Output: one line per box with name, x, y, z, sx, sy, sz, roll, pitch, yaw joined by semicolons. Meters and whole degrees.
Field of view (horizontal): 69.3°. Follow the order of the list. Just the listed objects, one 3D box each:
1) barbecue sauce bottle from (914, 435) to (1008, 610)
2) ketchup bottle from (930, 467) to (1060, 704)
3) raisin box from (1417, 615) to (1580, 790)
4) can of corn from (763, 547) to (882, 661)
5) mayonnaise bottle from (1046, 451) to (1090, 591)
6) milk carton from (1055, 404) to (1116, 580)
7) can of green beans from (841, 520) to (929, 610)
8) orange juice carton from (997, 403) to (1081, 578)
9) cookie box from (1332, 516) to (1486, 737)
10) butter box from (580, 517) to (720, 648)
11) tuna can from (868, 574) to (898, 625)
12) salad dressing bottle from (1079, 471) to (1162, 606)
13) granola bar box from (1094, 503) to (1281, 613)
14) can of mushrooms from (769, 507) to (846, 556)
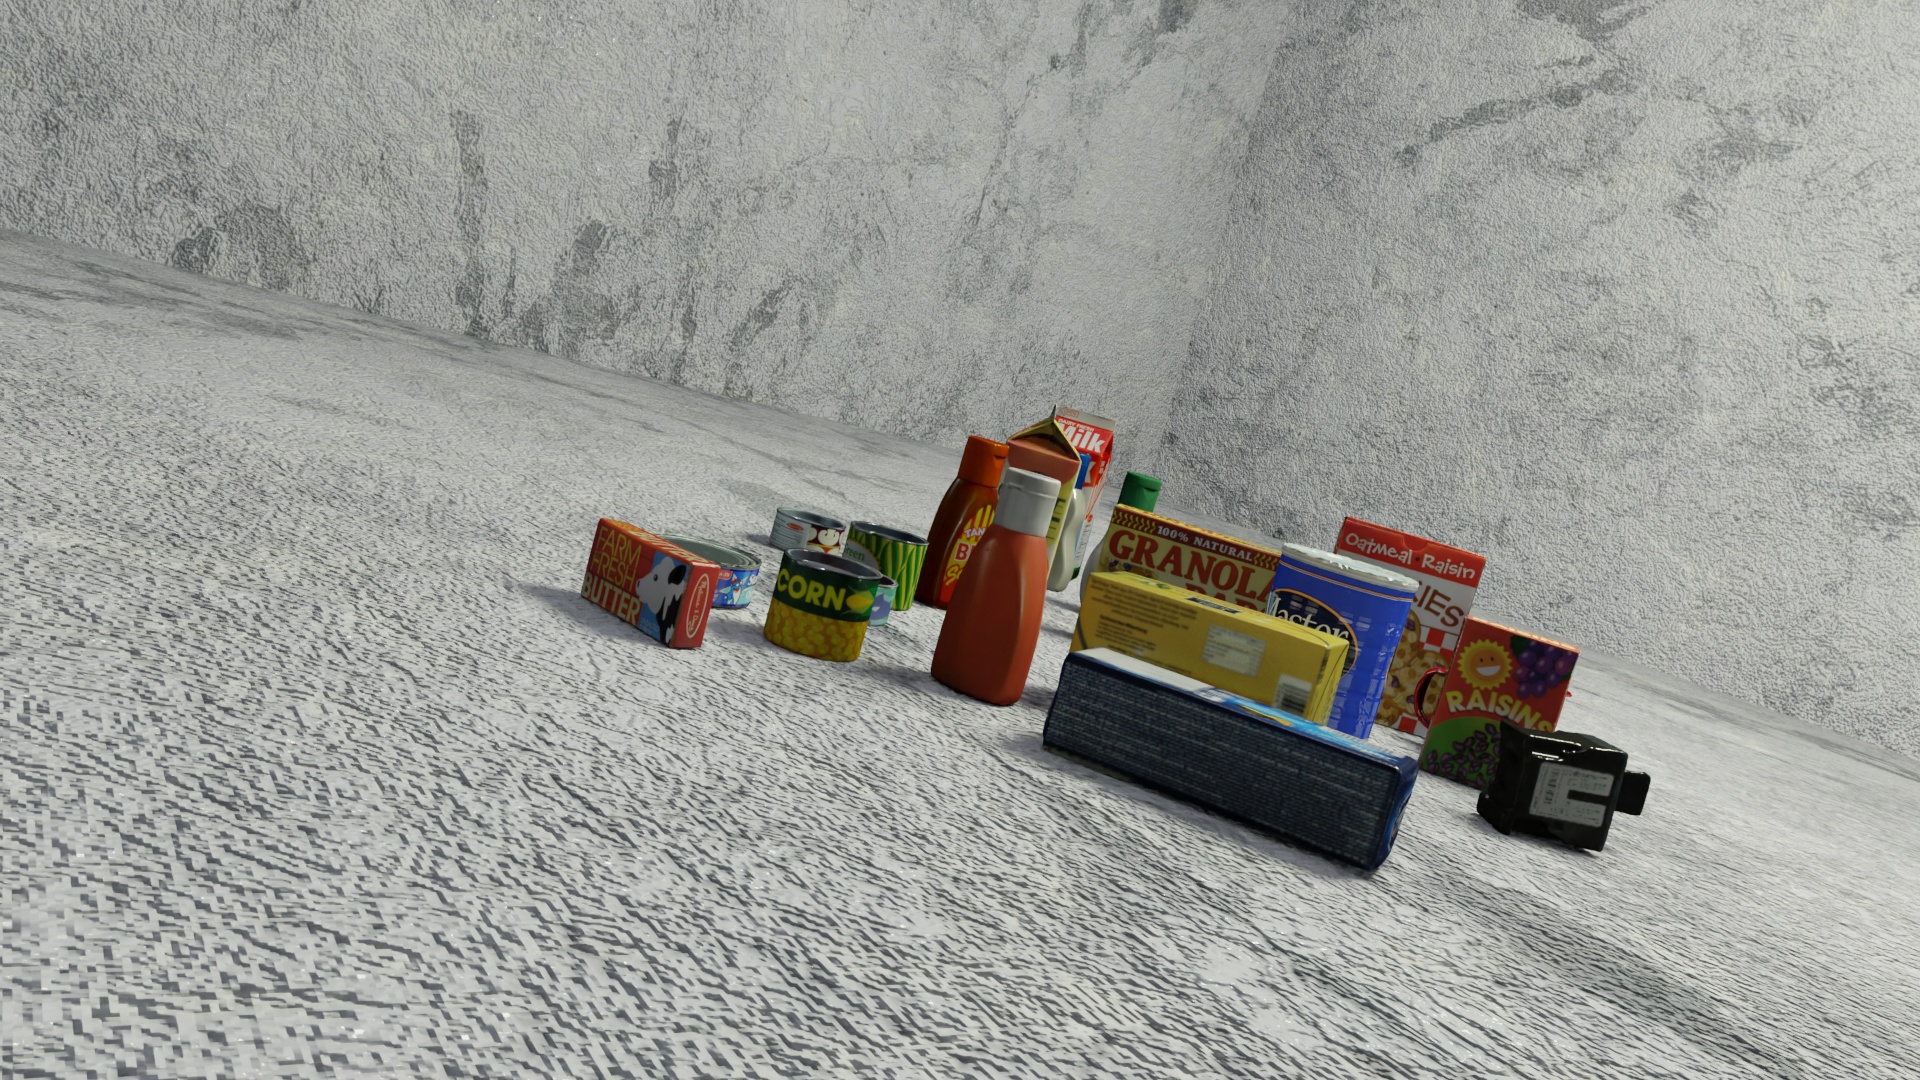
barbecue sauce bottle;0.004;-0.015;1.193;0.044;0.148;0.065;21;8;40
ketchup bottle;0.028;0.028;0.903;0.065;0.148;0.043;20;8;34
raisin box;0.410;0.128;1.061;0.086;0.123;0.040;18;7;20
can of corn;-0.091;0.042;0.905;0.071;0.058;0.071;15;7;-2
mayonnaise bottle;0.103;-0.024;1.481;0.065;0.148;0.041;19;7;25
milk carton;0.120;-0.055;1.590;0.072;0.190;0.073;17;6;13
can of green beans;-0.065;0.020;1.134;0.071;0.057;0.071;15;7;-2
orange juice carton;0.062;-0.033;1.285;0.073;0.192;0.072;16;6;2
cookie box;0.374;0.075;1.220;0.123;0.167;0.040;17;6;9
butter box;-0.190;0.025;0.844;0.103;0.053;0.024;22;9;41
tuna can;-0.084;0.039;1.046;0.071;0.032;0.071;15;7;-2
salad dressing bottle;0.161;0.006;1.376;0.064;0.147;0.044;12;7;-27
granola bar box;0.196;0.050;1.199;0.166;0.124;0.039;17;6;13
can of mushrooms;-0.139;-0.006;1.278;0.071;0.033;0.071;15;7;-2
